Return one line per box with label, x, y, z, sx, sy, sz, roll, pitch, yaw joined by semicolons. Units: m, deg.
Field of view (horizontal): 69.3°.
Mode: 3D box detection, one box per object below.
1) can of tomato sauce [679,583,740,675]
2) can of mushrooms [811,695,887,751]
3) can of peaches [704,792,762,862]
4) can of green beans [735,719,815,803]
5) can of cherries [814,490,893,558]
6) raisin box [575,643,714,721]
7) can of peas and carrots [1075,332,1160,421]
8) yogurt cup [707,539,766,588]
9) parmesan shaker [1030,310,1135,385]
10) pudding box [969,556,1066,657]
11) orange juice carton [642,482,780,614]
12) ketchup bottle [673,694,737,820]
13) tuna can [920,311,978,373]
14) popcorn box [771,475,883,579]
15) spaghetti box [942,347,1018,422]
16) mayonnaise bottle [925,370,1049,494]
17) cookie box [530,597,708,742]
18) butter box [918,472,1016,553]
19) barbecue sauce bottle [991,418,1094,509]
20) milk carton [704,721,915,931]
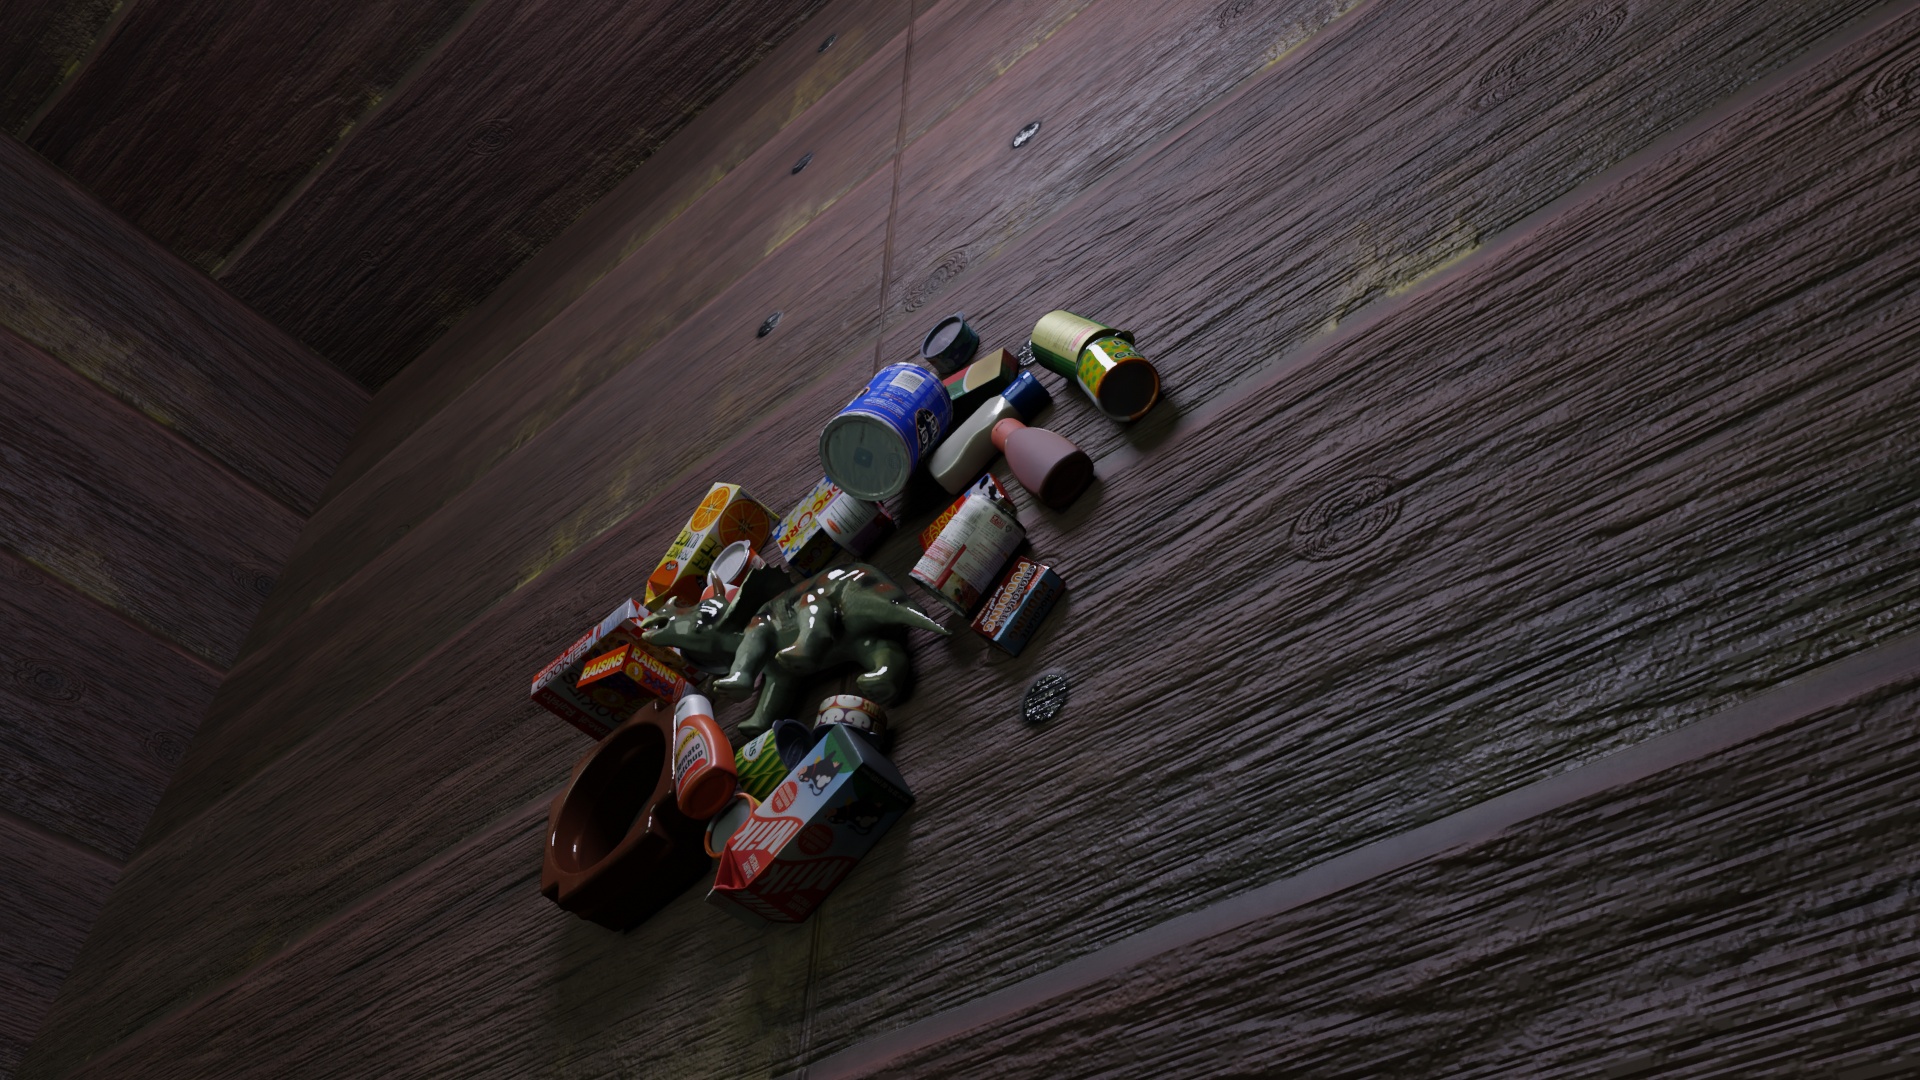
can of tomato sauce;-0.272;0.100;1.574;0.071;0.071;0.083;-21;40;37
can of mushrooms;-0.100;0.174;1.285;0.071;0.071;0.034;-23;39;36
can of peaches;-0.195;0.278;1.295;0.071;0.058;0.071;-32;35;26
can of green beans;-0.173;0.214;1.330;0.057;0.071;0.071;-33;35;25
can of cherries;-0.115;-0.024;1.520;0.058;0.071;0.072;-46;31;4
raisin box;-0.349;0.169;1.538;0.086;0.123;0.040;-22;41;37
can of peas and carrots;0.153;-0.157;1.332;0.071;0.071;0.059;-43;33;10
yogurt cup;-0.255;0.043;1.627;0.072;0.054;0.073;-32;35;26
parmesan shaker;0.125;-0.194;1.409;0.071;0.071;0.103;-49;31;-1
pudding box;0.052;0.059;1.256;0.084;0.030;0.050;-54;33;-8
orange juice carton;-0.311;0.028;1.695;0.073;0.071;0.193;8;61;55
ketchup bottle;-0.252;0.204;1.349;0.064;0.043;0.149;-50;28;11
tuna can;-0.011;-0.235;1.650;0.071;0.032;0.071;-31;36;26
popcorn box;-0.153;-0.026;1.591;0.126;0.038;0.085;-46;32;4
spaghetti box;-0.041;-0.144;1.592;0.249;0.028;0.050;-25;38;32
mayonnaise bottle;0.029;-0.115;1.464;0.148;0.041;0.065;-44;26;6
cookie box;-0.394;0.158;1.606;0.167;0.122;0.040;-37;32;18
butter box;0.005;-0.018;1.402;0.103;0.024;0.053;-42;33;11
barbecue sauce bottle;0.074;-0.083;1.371;0.065;0.043;0.149;-47;31;2
milk carton;-0.138;0.263;1.227;0.190;0.072;0.073;-48;32;2
